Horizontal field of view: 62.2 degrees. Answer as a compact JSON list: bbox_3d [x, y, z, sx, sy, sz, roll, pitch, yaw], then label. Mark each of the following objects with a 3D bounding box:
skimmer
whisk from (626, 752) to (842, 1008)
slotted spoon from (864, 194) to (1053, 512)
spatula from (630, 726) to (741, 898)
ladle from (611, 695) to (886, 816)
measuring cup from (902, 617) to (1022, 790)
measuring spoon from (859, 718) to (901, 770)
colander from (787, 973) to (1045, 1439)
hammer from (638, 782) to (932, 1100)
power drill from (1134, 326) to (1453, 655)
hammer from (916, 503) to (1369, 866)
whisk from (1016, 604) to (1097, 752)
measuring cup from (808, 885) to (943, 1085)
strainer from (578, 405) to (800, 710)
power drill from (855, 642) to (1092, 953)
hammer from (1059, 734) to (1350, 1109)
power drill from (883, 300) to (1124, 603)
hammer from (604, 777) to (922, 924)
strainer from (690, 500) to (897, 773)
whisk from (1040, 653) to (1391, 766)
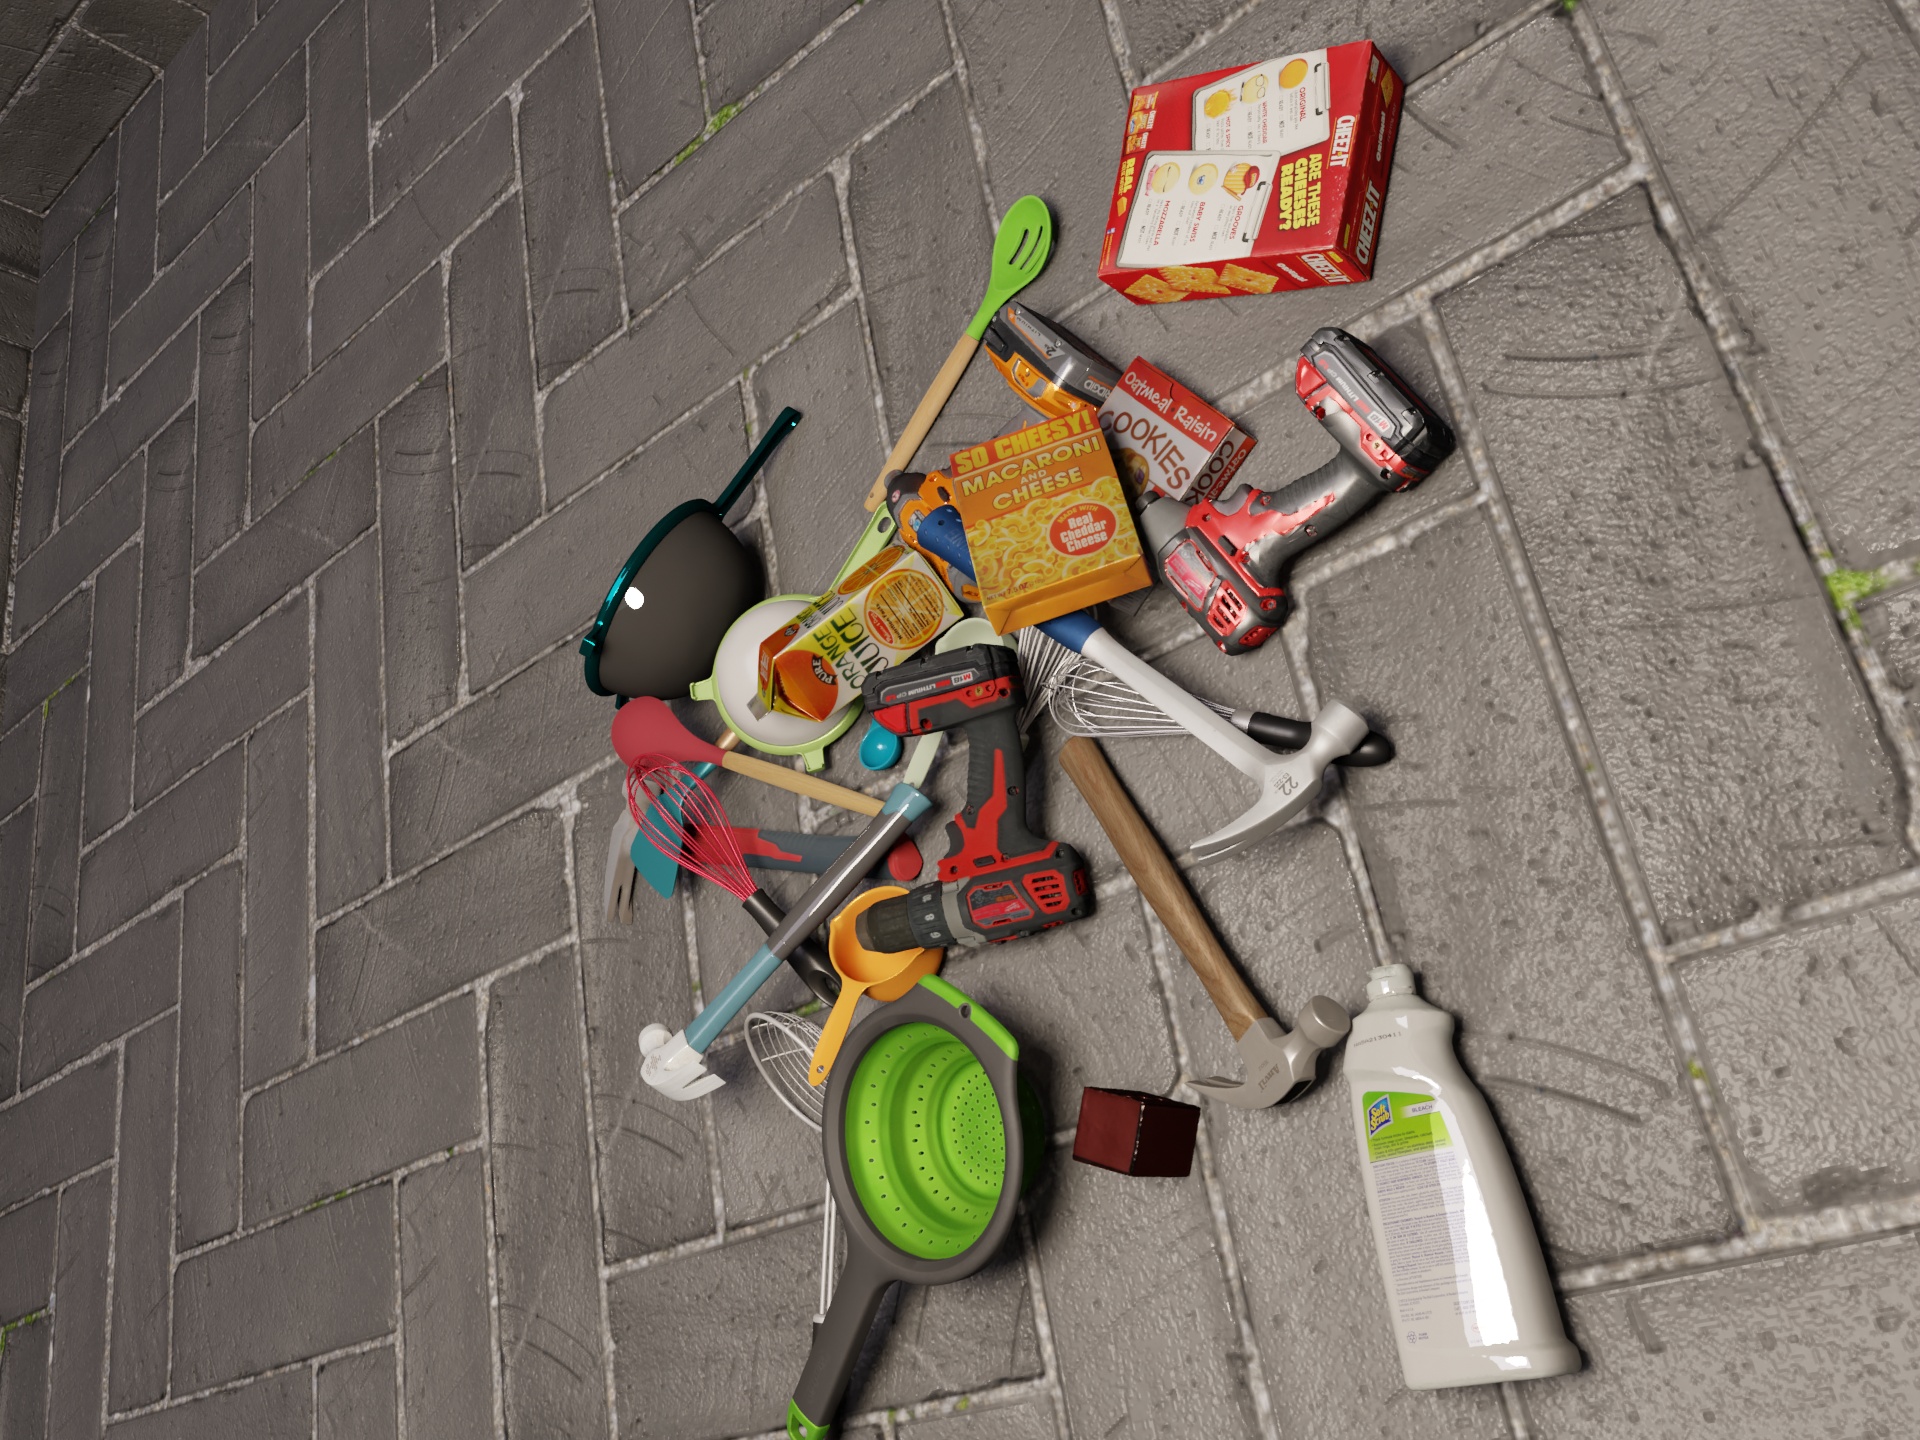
[{"bbox_3d":[-0.134,0.421,1.286,0.127,0.090,0.363,-21,65,57],"label":"skimmer"},{"bbox_3d":[-0.194,0.140,1.386,0.296,0.073,0.073,46,110,13],"label":"whisk"},{"bbox_3d":[-0.004,-0.323,1.431,0.070,0.031,0.313,44,109,39],"label":"slotted spoon"},{"bbox_3d":[-0.204,0.017,1.471,0.317,0.044,0.082,-51,47,-2],"label":"spatula"},{"bbox_3d":[-0.186,0.043,1.417,0.315,0.031,0.069,16,93,21],"label":"ladle"},{"bbox_3d":[-0.002,-0.004,1.332,0.083,0.038,0.167,33,102,41],"label":"measuring cup"},{"bbox_3d":[-0.064,-0.013,1.405,0.042,0.021,0.129,-15,59,34],"label":"measuring spoon"},{"bbox_3d":[-0.033,0.386,1.215,0.205,0.094,0.397,32,107,40],"label":"colander"},{"bbox_3d":[-0.144,0.179,1.308,0.331,0.033,0.128,-48,24,1],"label":"hammer"},{"bbox_3d":[0.228,-0.167,1.143,0.219,0.078,0.143,-47,67,24],"label":"power drill"},{"bbox_3d":[0.101,-0.049,1.176,0.144,0.035,0.406,-48,54,-3],"label":"hammer"},{"bbox_3d":[0.046,0.002,1.284,0.059,0.058,0.246,24,99,11],"label":"whisk"},{"bbox_3d":[-0.073,0.222,1.286,0.095,0.052,0.174,9,64,33],"label":"measuring cup"},{"bbox_3d":[-0.222,-0.148,1.515,0.095,0.211,0.340,31,76,7],"label":"strainer"},{"bbox_3d":[-0.012,0.067,1.235,0.188,0.080,0.227,-15,87,16],"label":"power drill"},{"bbox_3d":[0.153,0.135,1.148,0.130,0.031,0.332,-61,42,32],"label":"hammer"},{"bbox_3d":[0.023,-0.233,1.348,0.164,0.084,0.226,48,114,38],"label":"power drill"},{"bbox_3d":[-0.191,0.132,1.453,0.386,0.038,0.143,1,80,41],"label":"hammer"},{"bbox_3d":[-0.131,-0.092,1.418,0.151,0.069,0.256,31,88,16],"label":"strainer"},{"bbox_3d":[0.179,-0.002,1.164,0.285,0.070,0.070,12,86,37],"label":"whisk"}]
